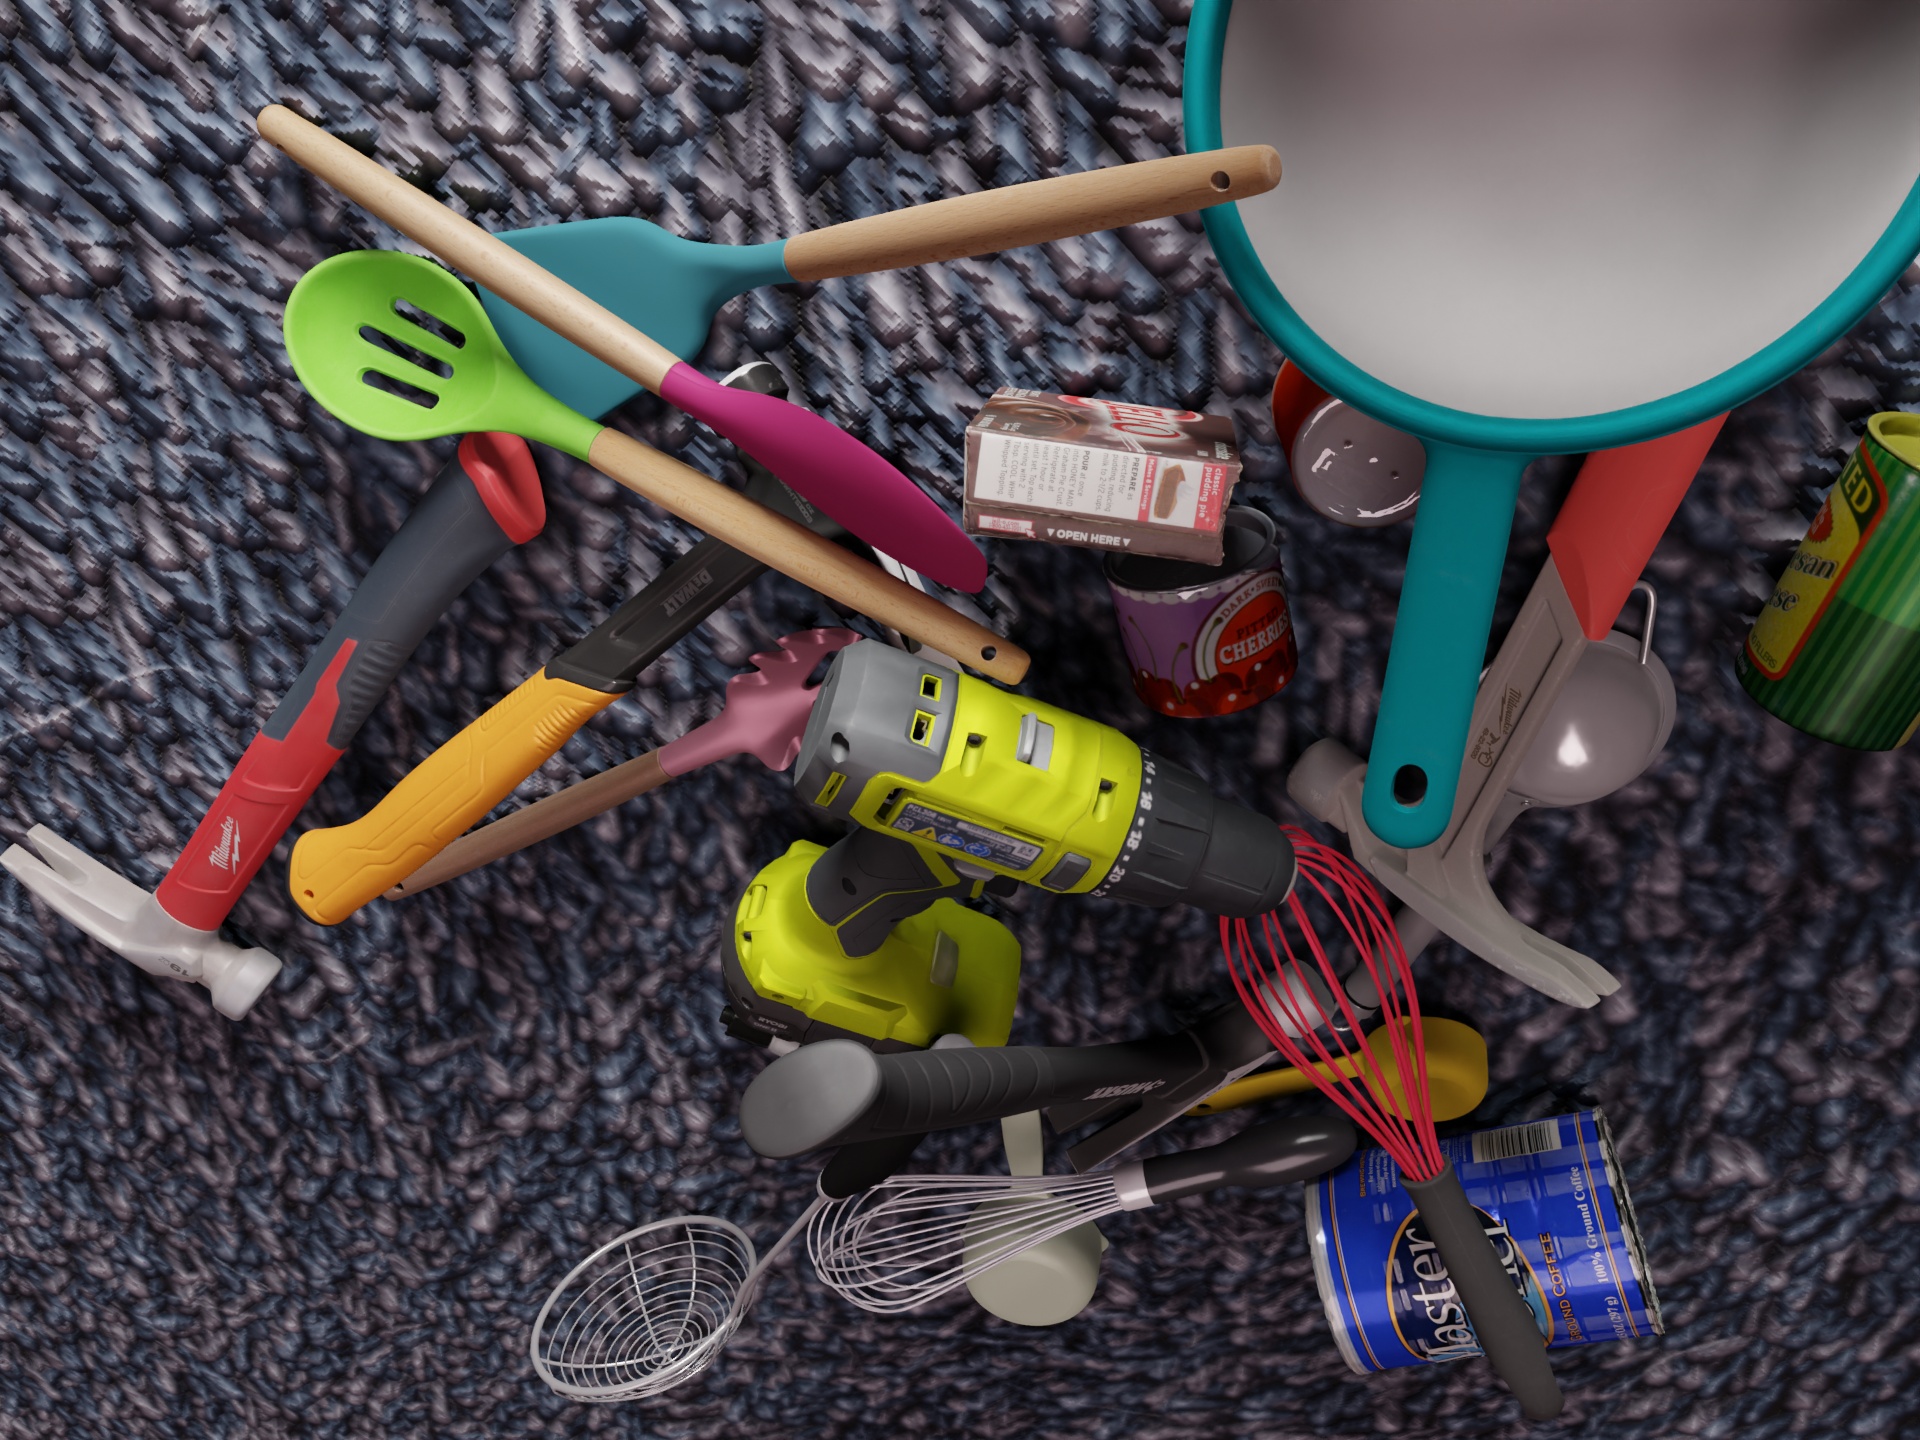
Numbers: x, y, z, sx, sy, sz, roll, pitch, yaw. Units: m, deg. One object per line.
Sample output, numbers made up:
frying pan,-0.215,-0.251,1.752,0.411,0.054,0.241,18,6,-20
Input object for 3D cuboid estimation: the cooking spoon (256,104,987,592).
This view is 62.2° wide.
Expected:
cooking spoon,-0.124,-0.135,0.569,0.319,0.017,0.068,34,164,7

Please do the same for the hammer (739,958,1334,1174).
hammer,0.030,0.145,0.632,0.146,0.035,0.334,-39,154,22

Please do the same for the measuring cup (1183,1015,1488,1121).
measuring cup,0.176,0.181,0.765,0.156,0.029,0.062,-20,130,25

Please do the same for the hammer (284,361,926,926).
hammer,-0.166,0.001,0.669,0.337,0.034,0.127,-34,91,22

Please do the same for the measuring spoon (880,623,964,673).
measuring spoon,-0.001,-0.002,0.685,0.034,0.018,0.124,-24,115,24

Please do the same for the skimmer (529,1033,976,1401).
skimmer,-0.108,0.235,0.778,0.090,0.127,0.363,39,129,3

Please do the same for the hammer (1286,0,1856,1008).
hammer,0.238,-0.073,0.550,0.149,0.036,0.358,40,126,32

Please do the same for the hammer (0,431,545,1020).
hammer,-0.314,-0.003,0.731,0.143,0.038,0.386,38,122,-13

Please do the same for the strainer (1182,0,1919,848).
strainer,0.173,-0.129,0.492,0.211,0.095,0.340,13,111,20

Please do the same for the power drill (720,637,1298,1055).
power drill,0.007,0.070,0.653,0.190,0.080,0.228,20,143,-13

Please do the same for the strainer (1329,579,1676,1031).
strainer,0.220,0.054,0.671,0.087,0.050,0.258,18,128,-8

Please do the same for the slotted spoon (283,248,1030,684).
slotted spoon,-0.114,-0.089,0.596,0.314,0.031,0.070,28,93,8

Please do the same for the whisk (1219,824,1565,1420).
whisk,0.187,0.174,0.670,0.073,0.073,0.295,-24,100,24

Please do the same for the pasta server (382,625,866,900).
pasta server,-0.157,0.031,0.725,0.316,0.040,0.060,-23,99,25

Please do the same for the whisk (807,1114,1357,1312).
whisk,0.055,0.236,0.786,0.284,0.070,0.070,-18,119,14

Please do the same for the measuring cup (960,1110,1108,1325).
measuring cup,0.034,0.259,0.841,0.083,0.038,0.167,0,125,10

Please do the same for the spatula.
spatula,-0.042,-0.155,0.540,0.317,0.044,0.082,1,124,37
